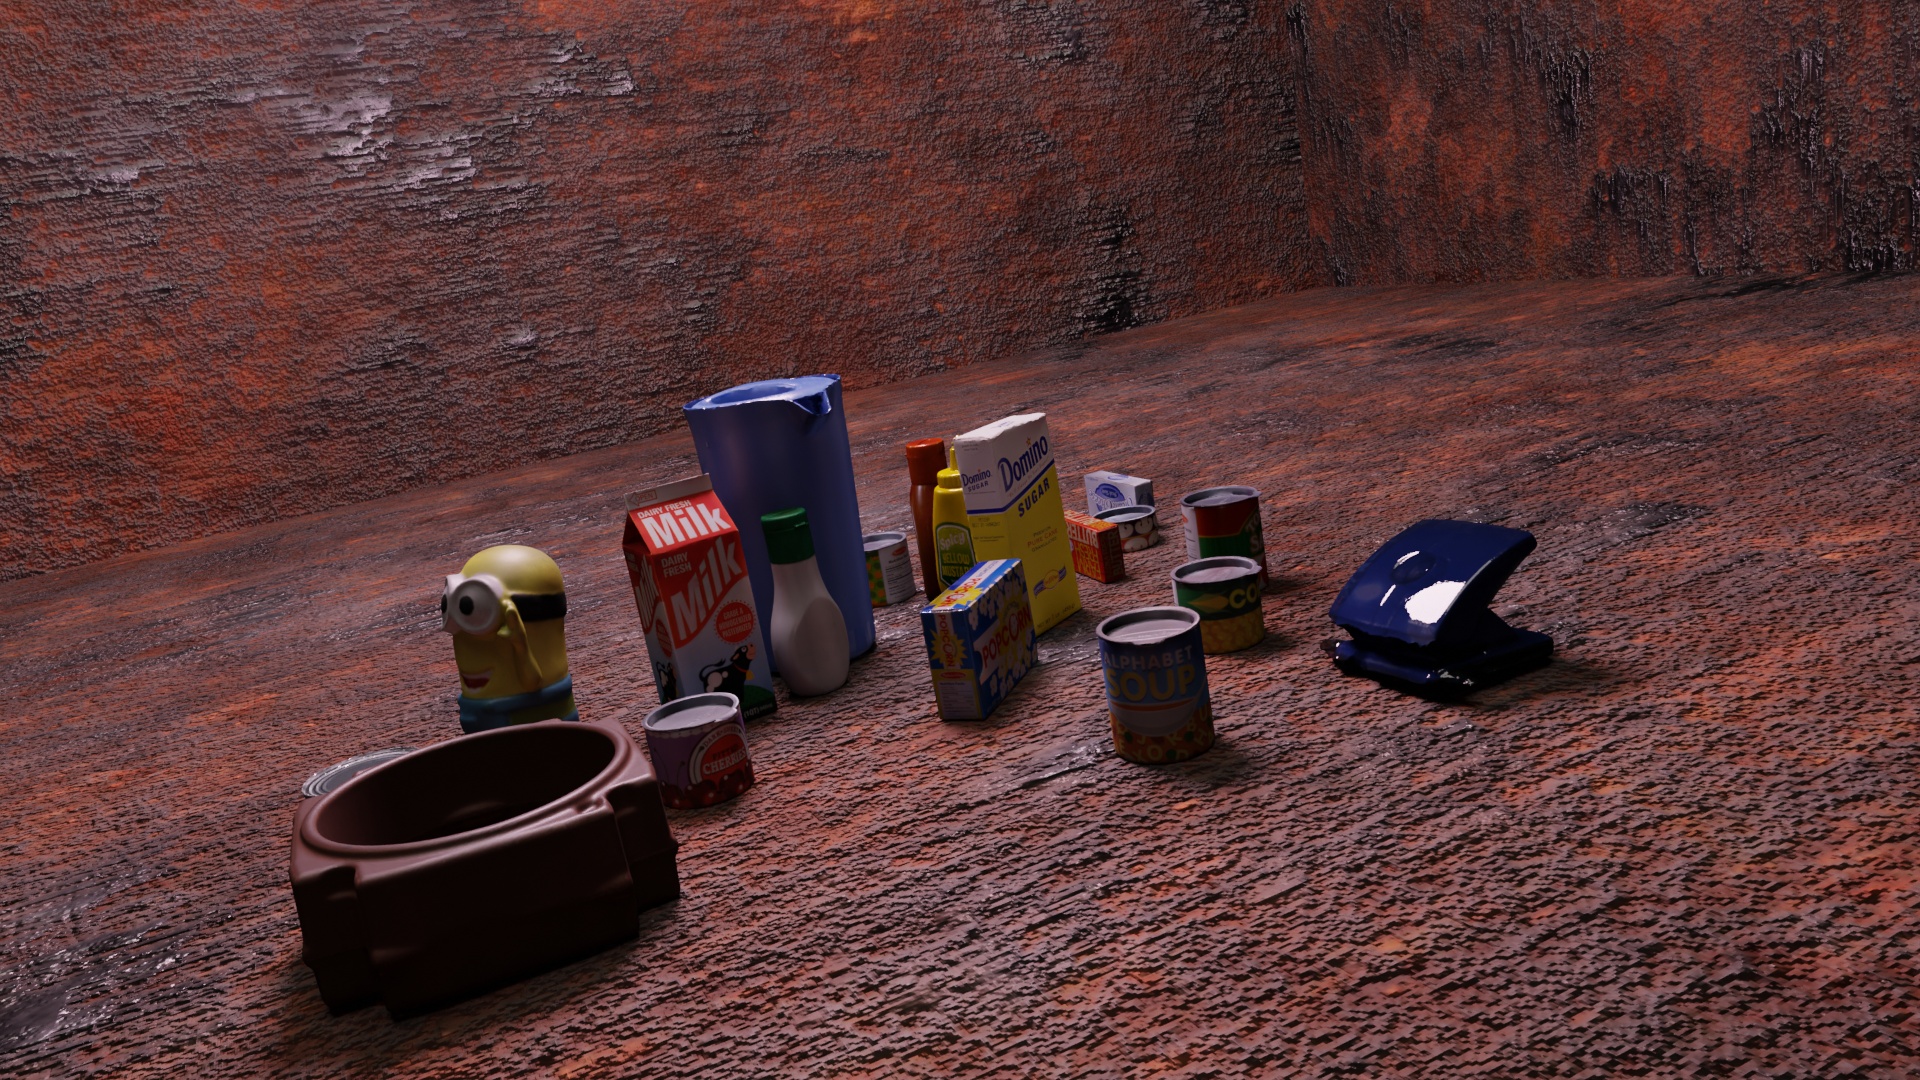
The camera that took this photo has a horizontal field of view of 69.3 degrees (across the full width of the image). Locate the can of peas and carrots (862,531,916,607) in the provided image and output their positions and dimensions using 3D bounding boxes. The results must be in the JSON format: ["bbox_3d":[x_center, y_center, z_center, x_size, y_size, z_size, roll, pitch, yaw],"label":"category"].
[{"bbox_3d":[-0.082,0.028,1.350,0.071,0.058,0.071,-9,13,2],"label":"can of peas and carrots"}]

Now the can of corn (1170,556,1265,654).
[{"bbox_3d":[0.200,0.049,1.064,0.071,0.058,0.071,-9,13,2],"label":"can of corn"}]

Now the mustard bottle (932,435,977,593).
[{"bbox_3d":[0.004,-0.016,1.251,0.065,0.159,0.049,0,16,37],"label":"mustard bottle"}]

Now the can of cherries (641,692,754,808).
[{"bbox_3d":[-0.176,0.143,0.945,0.071,0.058,0.071,-9,13,2],"label":"can of cherries"}]

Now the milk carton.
[{"bbox_3d":[-0.206,0.048,1.075,0.072,0.190,0.073,-17,15,-29],"label":"milk carton"}]

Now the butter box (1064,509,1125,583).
[{"bbox_3d":[0.120,0.005,1.315,0.024,0.053,0.103,-15,14,-19],"label":"butter box"}]

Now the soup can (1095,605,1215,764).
[{"bbox_3d":[0.125,0.093,0.884,0.071,0.083,0.071,-9,13,2],"label":"soup can"}]

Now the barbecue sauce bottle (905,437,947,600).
[{"bbox_3d":[-0.022,-0.022,1.320,0.043,0.148,0.065,-6,14,17],"label":"barbecue sauce bottle"}]

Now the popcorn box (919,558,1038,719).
[{"bbox_3d":[0.017,0.072,1.043,0.038,0.085,0.127,-4,14,23],"label":"popcorn box"}]

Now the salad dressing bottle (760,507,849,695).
[{"bbox_3d":[-0.127,0.048,1.108,0.044,0.147,0.064,3,18,44],"label":"salad dressing bottle"}]

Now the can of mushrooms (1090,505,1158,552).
[{"bbox_3d":[0.163,-0.011,1.392,0.071,0.033,0.071,-9,13,2],"label":"can of mushrooms"}]

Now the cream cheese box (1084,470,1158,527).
[{"bbox_3d":[0.169,-0.041,1.468,0.024,0.053,0.104,-15,14,-23],"label":"cream cheese box"}]

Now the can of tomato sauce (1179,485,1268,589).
[{"bbox_3d":[0.228,0.001,1.190,0.071,0.083,0.071,-9,13,2],"label":"can of tomato sauce"}]
